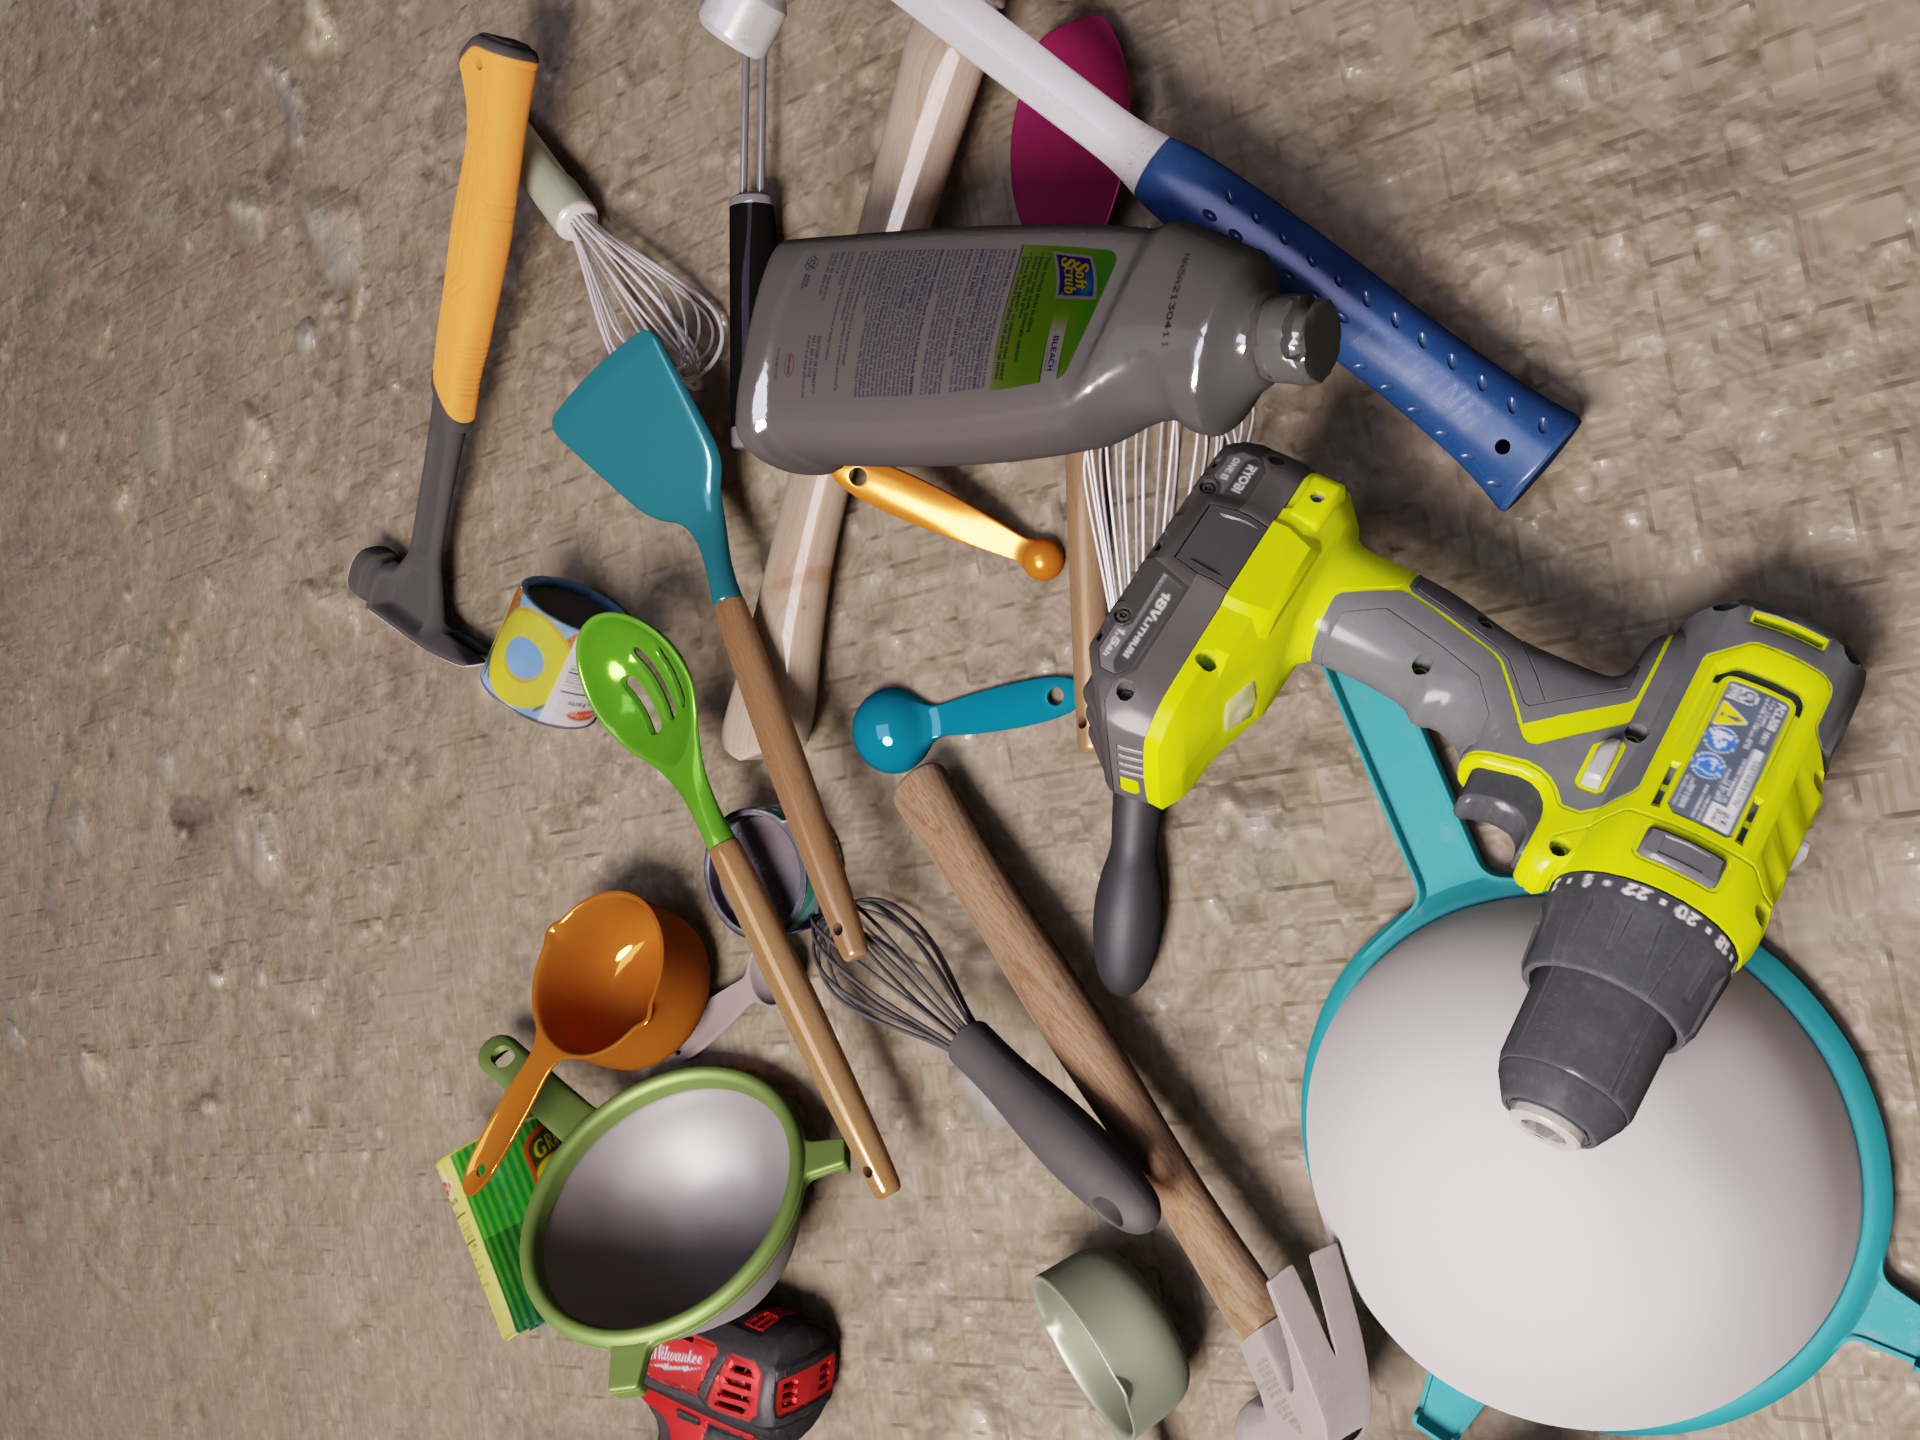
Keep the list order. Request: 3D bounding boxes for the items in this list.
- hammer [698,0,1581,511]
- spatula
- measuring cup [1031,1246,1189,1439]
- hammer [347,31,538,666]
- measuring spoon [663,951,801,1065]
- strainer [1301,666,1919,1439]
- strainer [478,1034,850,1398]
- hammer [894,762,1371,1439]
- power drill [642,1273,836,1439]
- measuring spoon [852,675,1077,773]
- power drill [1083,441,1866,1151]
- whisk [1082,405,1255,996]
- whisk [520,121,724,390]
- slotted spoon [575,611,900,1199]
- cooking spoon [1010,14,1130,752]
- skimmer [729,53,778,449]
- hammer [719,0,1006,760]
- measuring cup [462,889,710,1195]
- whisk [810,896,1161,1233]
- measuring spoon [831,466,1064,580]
[{"bbox_3d":[0.071,-0.230,0.627,0.406,0.035,0.144,42,114,13],"label":"hammer"},{"bbox_3d":[-0.110,-0.033,0.753,0.082,0.044,0.318,-33,69,30],"label":"spatula"},{"bbox_3d":[0.086,0.302,0.685,0.167,0.038,0.083,63,161,-7],"label":"measuring cup"},{"bbox_3d":[-0.271,-0.197,0.873,0.127,0.034,0.336,31,117,29],"label":"hammer"},{"bbox_3d":[-0.119,0.151,0.831,0.124,0.018,0.034,-40,63,35],"label":"measuring spoon"},{"bbox_3d":[0.185,0.104,0.576,0.211,0.095,0.340,-26,79,32],"label":"strainer"},{"bbox_3d":[-0.172,0.238,0.827,0.257,0.151,0.069,22,147,43],"label":"strainer"},{"bbox_3d":[0.063,0.152,0.674,0.332,0.031,0.130,56,156,25],"label":"hammer"},{"bbox_3d":[-0.140,0.397,0.819,0.143,0.078,0.219,7,93,33],"label":"power drill"},{"bbox_3d":[-0.001,-0.002,0.738,0.128,0.021,0.042,-12,85,33],"label":"measuring spoon"},{"bbox_3d":[0.160,0.015,0.539,0.229,0.080,0.190,27,70,21],"label":"power drill"},{"bbox_3d":[0.080,-0.020,0.667,0.070,0.070,0.284,10,103,33],"label":"whisk"},{"bbox_3d":[-0.200,-0.262,0.848,0.059,0.057,0.246,-34,67,-6],"label":"whisk"},{"bbox_3d":[-0.105,0.084,0.767,0.070,0.031,0.314,-37,74,36],"label":"slotted spoon"},{"bbox_3d":[0.053,-0.145,0.696,0.069,0.017,0.319,-1,91,44],"label":"cooking spoon"},{"bbox_3d":[-0.119,-0.315,0.758,0.127,0.090,0.363,4,95,33],"label":"skimmer"},{"bbox_3d":[-0.056,-0.177,0.755,0.146,0.038,0.410,29,109,36],"label":"hammer"},{"bbox_3d":[-0.195,0.173,0.827,0.095,0.052,0.173,30,87,38],"label":"measuring cup"},{"bbox_3d":[0.004,0.145,0.697,0.239,0.055,0.055,37,112,43],"label":"whisk"},{"bbox_3d":[-0.007,-0.092,0.717,0.117,0.011,0.021,25,109,5],"label":"measuring spoon"}]
